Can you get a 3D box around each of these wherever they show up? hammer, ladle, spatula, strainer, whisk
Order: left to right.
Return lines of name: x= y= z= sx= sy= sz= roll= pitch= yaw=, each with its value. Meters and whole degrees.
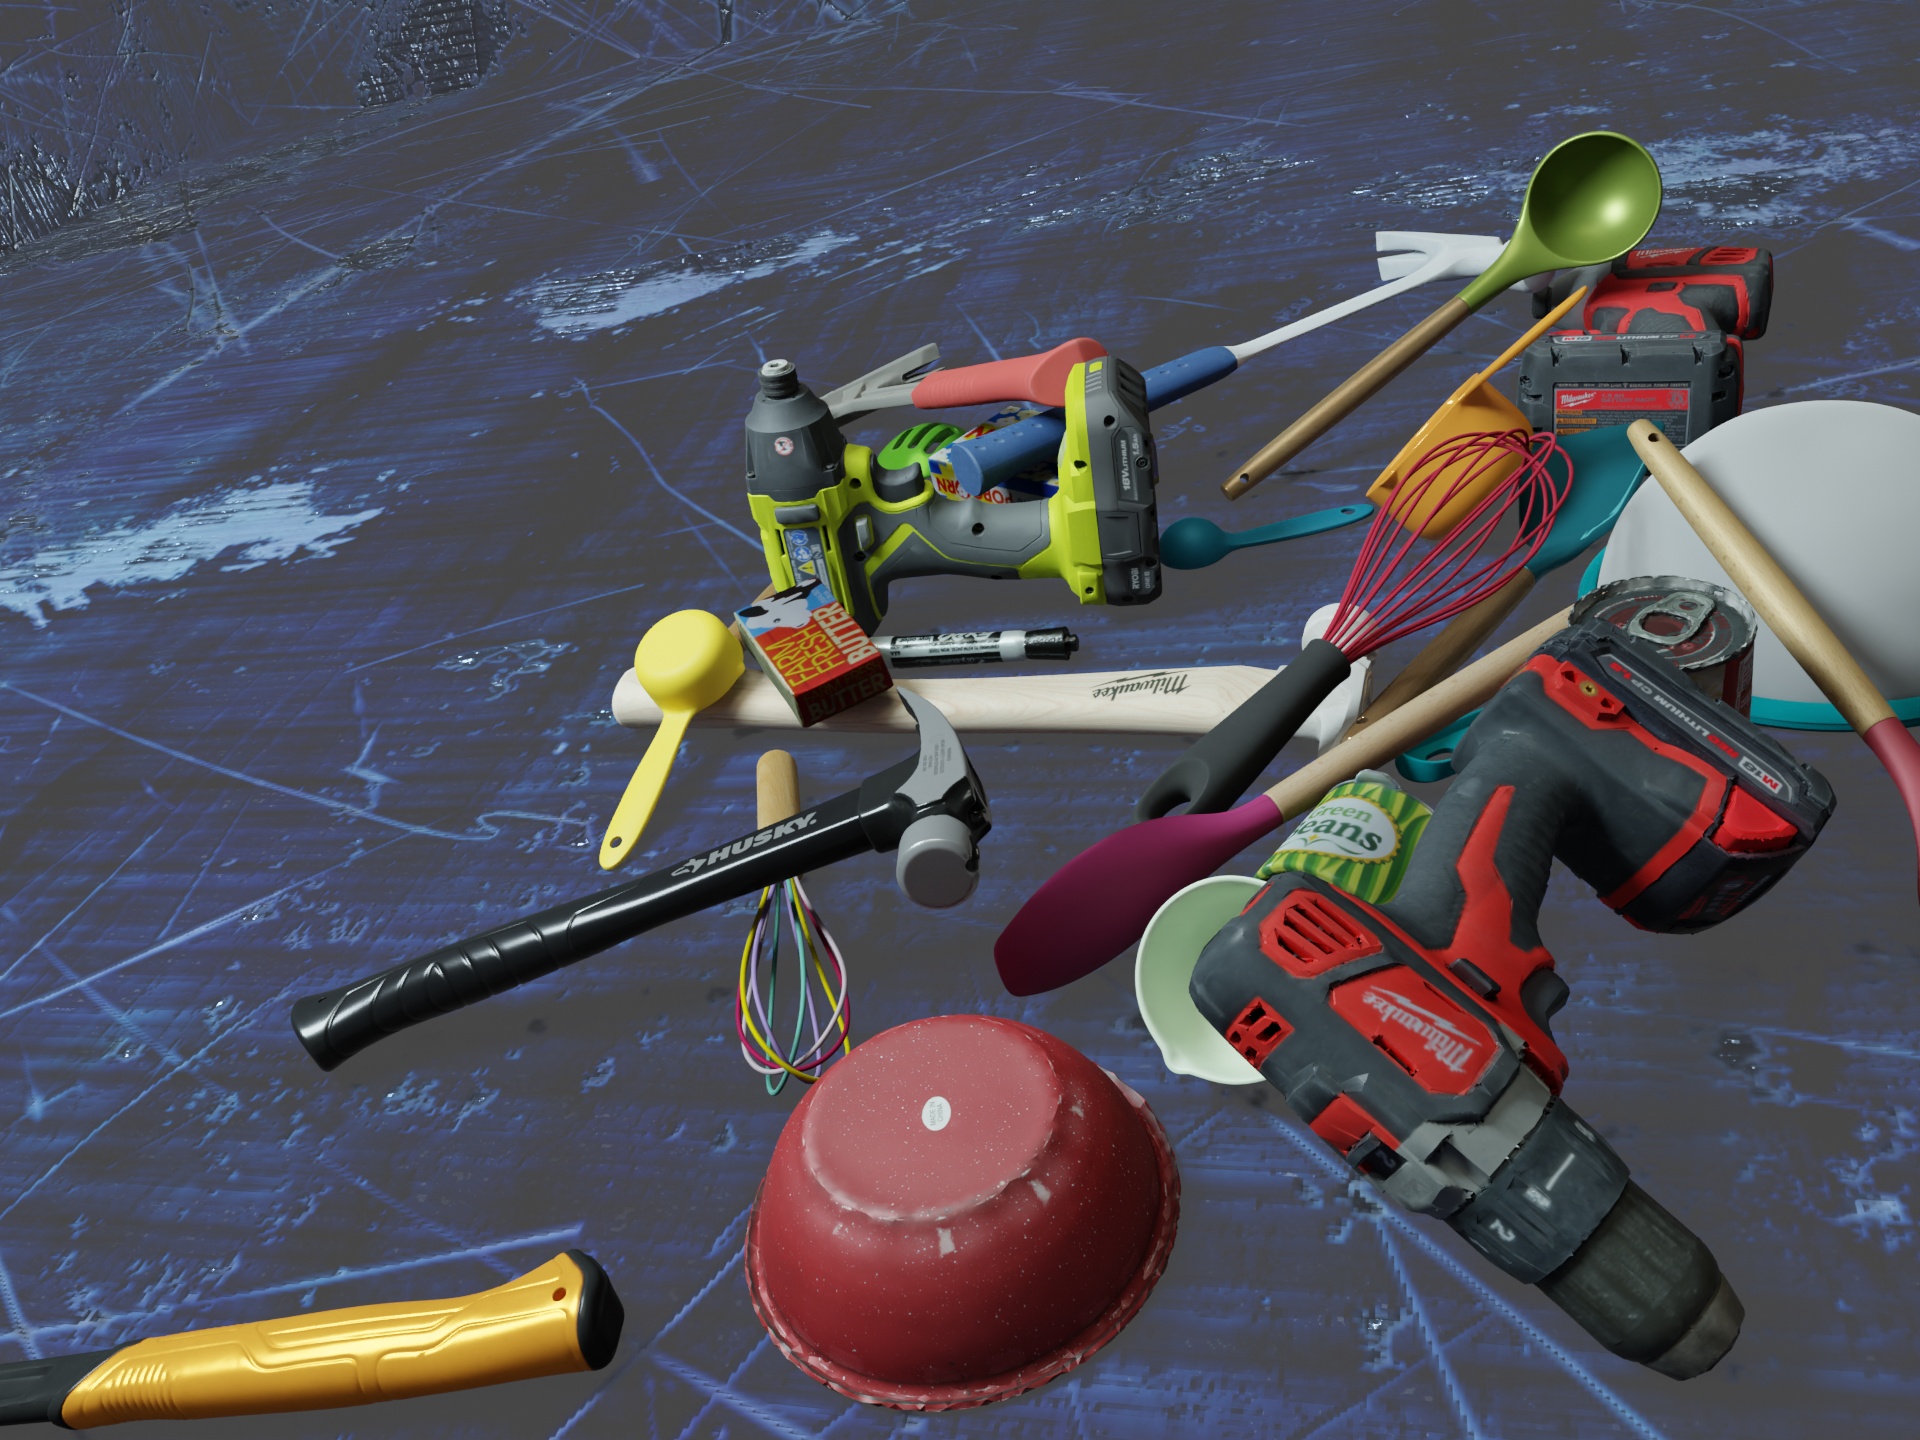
hammer: x=-0.285 y=0.240 z=0.565 sx=0.337 sy=0.034 sz=0.127 roll=-10 pitch=33 yaw=6
hammer: x=-0.145 y=0.080 z=0.691 sx=0.335 sy=0.035 sz=0.146 roll=-22 pitch=25 yaw=11
whisk: x=-0.078 y=0.083 z=0.723 sx=0.047 sy=0.051 sz=0.245 roll=4 pitch=27 yaw=-10
hammer: x=-0.001 y=-0.003 z=0.818 sx=0.411 sy=0.038 sz=0.146 roll=0 pitch=37 yaw=22
hammer: x=0.001 y=-0.224 z=1.055 sx=0.149 sy=0.036 sz=0.359 roll=-29 pitch=19 yaw=-21
hammer: x=0.176 y=-0.236 z=1.021 sx=0.405 sy=0.035 sz=0.144 roll=-25 pitch=28 yaw=-16
whisk: x=0.179 y=-0.040 z=0.719 sx=0.296 sy=0.073 sz=0.073 roll=-42 pitch=41 yaw=-19
ladle: x=0.288 y=-0.240 z=0.967 sx=0.320 sy=0.078 sz=0.062 roll=-38 pitch=-6 yaw=0
spatula: x=0.264 y=-0.070 z=0.794 sx=0.082 sy=0.044 sz=0.317 roll=-4 pitch=25 yaw=45
strainer: x=0.345 y=-0.069 z=0.733 sx=0.340 sy=0.095 sz=0.211 roll=-21 pitch=34 yaw=-13
ladle: x=0.351 y=-0.016 z=0.636 sx=0.069 sy=0.031 sz=0.316 roll=-19 pitch=53 yaw=0

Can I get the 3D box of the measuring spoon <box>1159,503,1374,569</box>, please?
measuring spoon: x=0.177 y=-0.117 z=0.931 sx=0.128 sy=0.021 sz=0.042 roll=-12 pitch=33 yaw=5

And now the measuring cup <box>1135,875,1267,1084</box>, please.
measuring cup: x=0.140 y=0.120 z=0.578 sx=0.168 sy=0.038 sz=0.083 roll=35 pitch=99 yaw=27

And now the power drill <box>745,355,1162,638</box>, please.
power drill: x=-0.005 y=-0.127 z=0.884 sx=0.223 sy=0.171 sz=0.080 roll=-5 pitch=34 yaw=8

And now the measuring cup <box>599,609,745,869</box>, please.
measuring cup: x=-0.161 y=0.006 z=0.832 sx=0.062 sy=0.029 sz=0.157 roll=-1 pitch=53 yaw=25

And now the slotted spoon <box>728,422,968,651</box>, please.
slotted spoon: x=-0.077 y=-0.118 z=1.026 sx=0.070 sy=0.031 sz=0.314 roll=11 pitch=42 yaw=28

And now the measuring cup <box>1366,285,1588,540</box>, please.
measuring cup: x=0.287 y=-0.158 z=0.841 sx=0.052 sy=0.173 sz=0.095 roll=43 pitch=57 yaw=1

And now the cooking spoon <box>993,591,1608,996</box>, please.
cooking spoon: x=0.152 y=0.024 z=0.666 sx=0.319 sy=0.068 sz=0.017 roll=-30 pitch=43 yaw=-11

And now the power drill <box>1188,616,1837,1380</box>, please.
power drill: x=0.208 y=0.084 z=0.537 sx=0.188 sy=0.080 sz=0.227 roll=41 pitch=55 yaw=16

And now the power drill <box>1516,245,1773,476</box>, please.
power drill: x=0.410 y=-0.230 z=0.969 sx=0.143 sy=0.078 sz=0.220 roll=6 pitch=35 yaw=27
